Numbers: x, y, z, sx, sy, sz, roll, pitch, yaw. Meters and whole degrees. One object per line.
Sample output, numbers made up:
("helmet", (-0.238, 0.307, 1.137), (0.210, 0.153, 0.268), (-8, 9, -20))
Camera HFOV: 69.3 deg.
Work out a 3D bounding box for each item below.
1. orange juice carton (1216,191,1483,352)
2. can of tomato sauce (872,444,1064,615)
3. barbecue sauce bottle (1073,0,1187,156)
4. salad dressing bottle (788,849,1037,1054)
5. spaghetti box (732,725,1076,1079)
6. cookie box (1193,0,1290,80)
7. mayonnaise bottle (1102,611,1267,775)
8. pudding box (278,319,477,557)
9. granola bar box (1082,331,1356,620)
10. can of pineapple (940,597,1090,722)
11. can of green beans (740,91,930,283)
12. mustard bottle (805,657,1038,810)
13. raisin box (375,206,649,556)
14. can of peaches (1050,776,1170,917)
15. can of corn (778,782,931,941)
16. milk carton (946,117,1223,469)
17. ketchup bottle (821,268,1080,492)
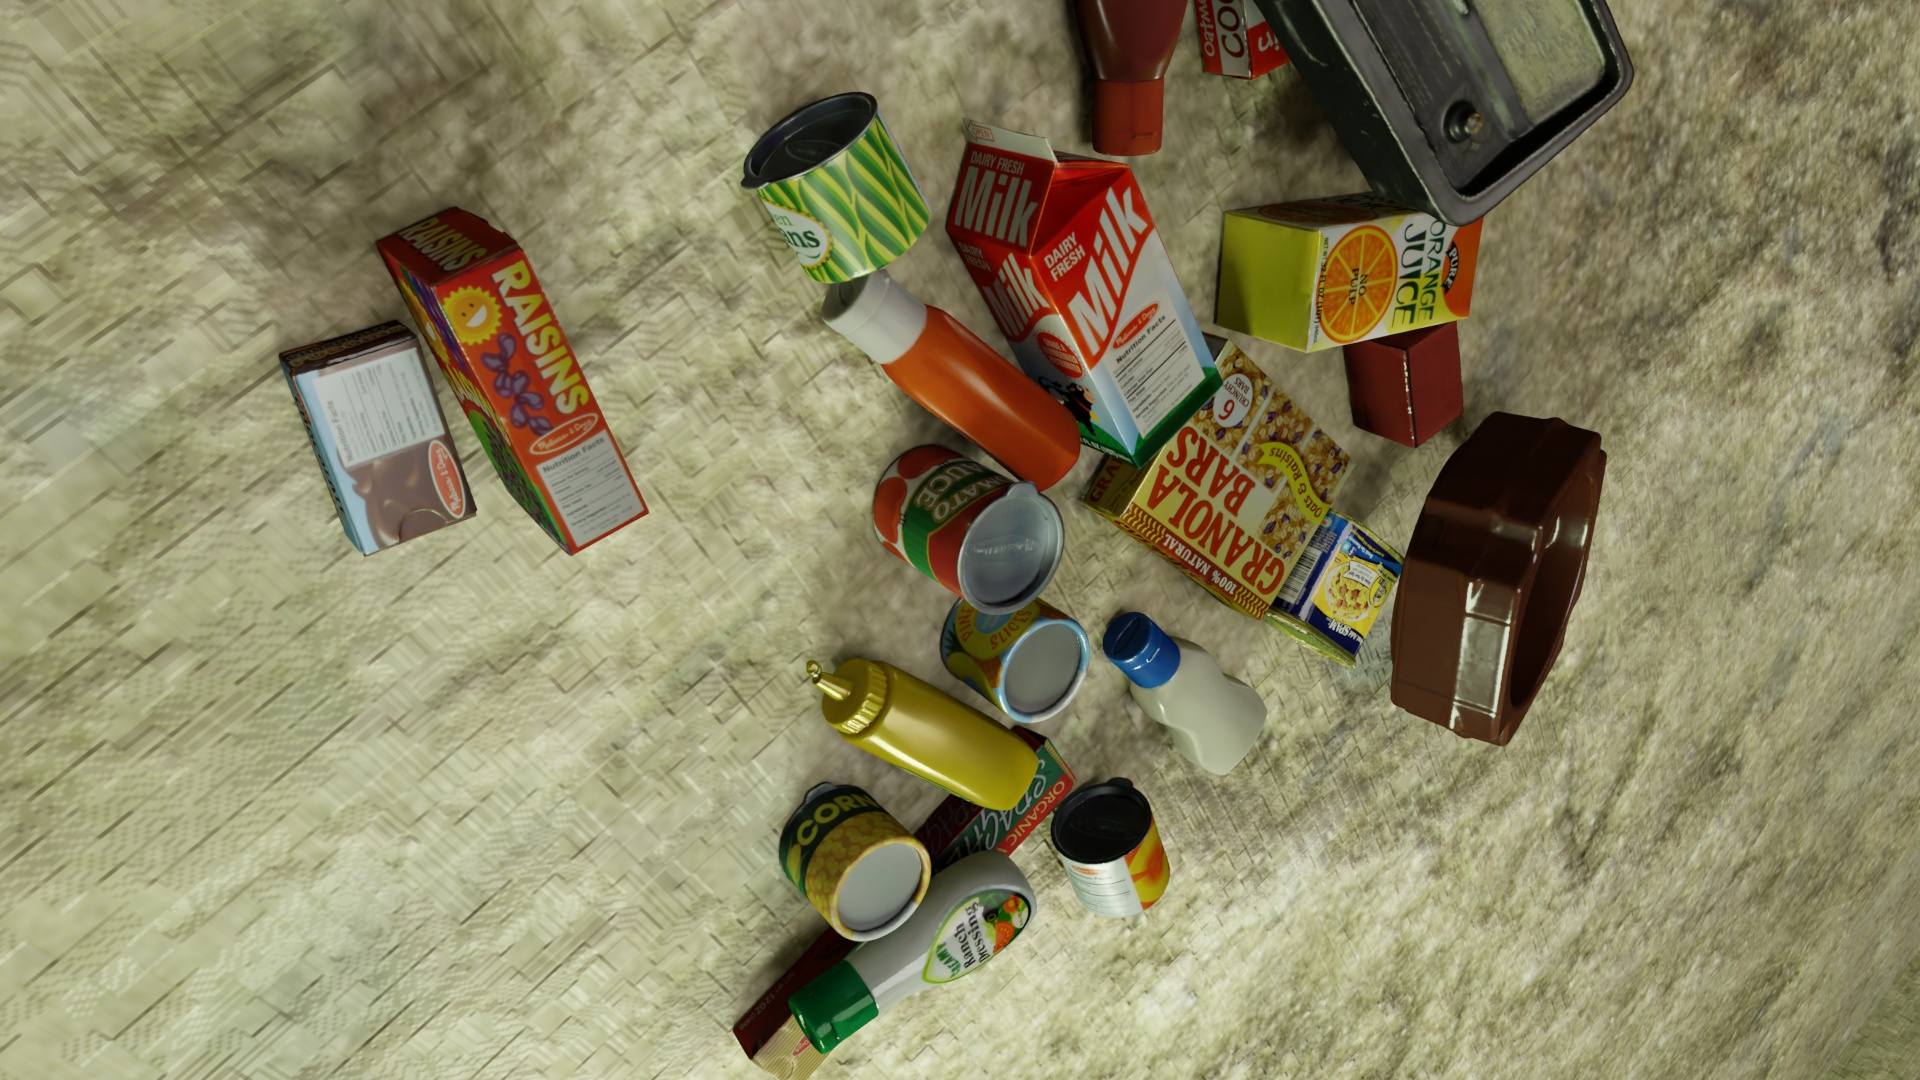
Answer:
("orange juice carton", (0.252, -0.170, 0.847), (0.193, 0.073, 0.071), (-15, 118, -32))
("can of tomato sauce", (0.003, -0.009, 0.721), (0.071, 0.083, 0.071), (-16, 118, -31))
("barbecue sauce bottle", (0.085, -0.271, 0.695), (0.065, 0.044, 0.147), (-11, 117, -18))
("salad dressing bottle", (-0.026, 0.234, 0.792), (0.148, 0.044, 0.064), (-29, 124, -23))
("spaghetti box", (-0.029, 0.216, 0.832), (0.250, 0.029, 0.050), (-46, 130, -12))
("cookie box", (0.172, -0.346, 0.731), (0.123, 0.040, 0.166), (-33, 126, -22))
("mayonnaise bottle", (0.145, 0.096, 0.904), (0.065, 0.041, 0.147), (-54, 130, -7))
("pudding box", (-0.235, -0.041, 0.562), (0.050, 0.030, 0.083), (-26, 123, -28))
("granola bar box", (0.163, -0.037, 0.860), (0.165, 0.039, 0.124), (32, 88, -41))
("can of pineapple", (0.031, 0.061, 0.790), (0.071, 0.058, 0.070), (-15, 118, -31))
("can of green beans", (-0.055, -0.158, 0.624), (0.071, 0.071, 0.057), (-43, 130, -15))
("mustard bottle", (-0.028, 0.101, 0.762), (0.160, 0.065, 0.049), (32, 83, -35))
("raisin box", (-0.179, -0.065, 0.557), (0.040, 0.086, 0.122), (-32, 126, -20))
("can of peaches", (0.099, 0.198, 0.897), (0.071, 0.071, 0.057), (-36, 127, -20))
("can of corn", (-0.059, 0.177, 0.772), (0.071, 0.058, 0.071), (-16, 119, -32))
("milk carton", (0.060, -0.134, 0.718), (0.073, 0.072, 0.190), (-44, 130, -13))
("ketchup bottle", (-0.003, -0.084, 0.701), (0.043, 0.065, 0.148), (-43, 124, 18))
